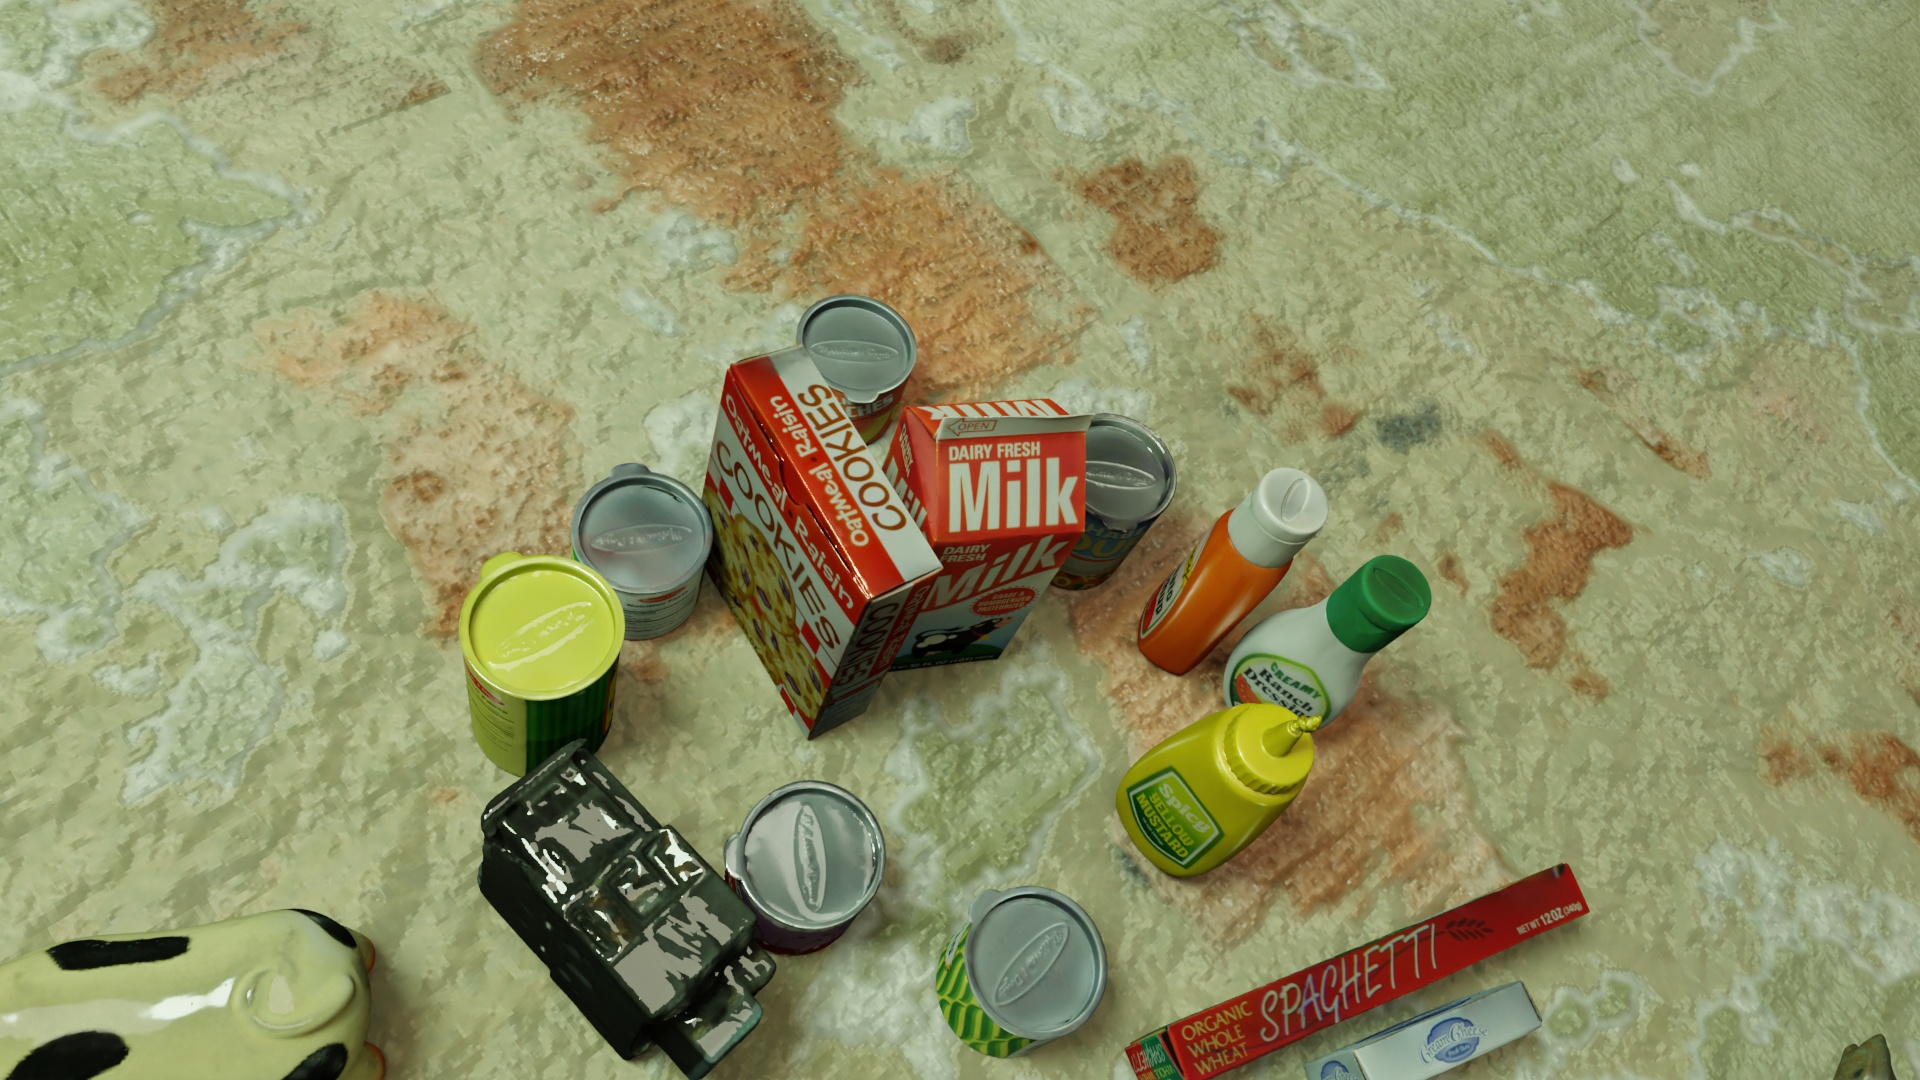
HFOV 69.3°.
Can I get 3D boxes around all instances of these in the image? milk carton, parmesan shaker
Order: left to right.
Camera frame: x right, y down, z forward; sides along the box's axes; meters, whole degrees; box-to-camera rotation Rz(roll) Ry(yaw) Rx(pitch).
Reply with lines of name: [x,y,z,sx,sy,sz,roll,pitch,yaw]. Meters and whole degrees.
parmesan shaker: [-0.188,0.057,0.622,0.071,0.102,0.071,7,61,-13]
milk carton: [0.002,-0.008,0.663,0.072,0.189,0.074,-4,64,-19]

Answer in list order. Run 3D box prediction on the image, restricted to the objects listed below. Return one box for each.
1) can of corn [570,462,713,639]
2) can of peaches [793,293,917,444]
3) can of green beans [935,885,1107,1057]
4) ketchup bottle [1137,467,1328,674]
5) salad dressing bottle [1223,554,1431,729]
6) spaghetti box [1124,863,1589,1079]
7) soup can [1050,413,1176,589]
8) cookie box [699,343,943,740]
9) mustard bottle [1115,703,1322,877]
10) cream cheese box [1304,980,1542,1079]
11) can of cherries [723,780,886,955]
can of corn: [-0.159,0.006,0.685,0.071,0.058,0.071,7,60,-13]
can of peaches: [-0.062,-0.091,0.767,0.071,0.057,0.071,7,60,-13]
can of green beans: [0.027,0.198,0.634,0.071,0.057,0.071,7,60,-13]
ketchup bottle: [0.140,0.015,0.716,0.043,0.148,0.065,31,58,1]
salad dressing bottle: [0.185,0.055,0.708,0.064,0.147,0.044,39,59,6]
spaghetti box: [0.198,0.214,0.681,0.251,0.050,0.029,-13,67,-23]
soup can: [0.070,-0.017,0.751,0.071,0.083,0.071,7,60,-13]
cookie box: [-0.074,0.007,0.645,0.040,0.166,0.123,-25,72,-26]
mustard bottle: [0.125,0.111,0.652,0.049,0.159,0.065,-31,75,-28]
cream cheese box: [0.222,0.244,0.670,0.104,0.053,0.024,-12,67,-22]
can of cherries: [-0.074,0.149,0.631,0.071,0.058,0.072,7,60,-13]
